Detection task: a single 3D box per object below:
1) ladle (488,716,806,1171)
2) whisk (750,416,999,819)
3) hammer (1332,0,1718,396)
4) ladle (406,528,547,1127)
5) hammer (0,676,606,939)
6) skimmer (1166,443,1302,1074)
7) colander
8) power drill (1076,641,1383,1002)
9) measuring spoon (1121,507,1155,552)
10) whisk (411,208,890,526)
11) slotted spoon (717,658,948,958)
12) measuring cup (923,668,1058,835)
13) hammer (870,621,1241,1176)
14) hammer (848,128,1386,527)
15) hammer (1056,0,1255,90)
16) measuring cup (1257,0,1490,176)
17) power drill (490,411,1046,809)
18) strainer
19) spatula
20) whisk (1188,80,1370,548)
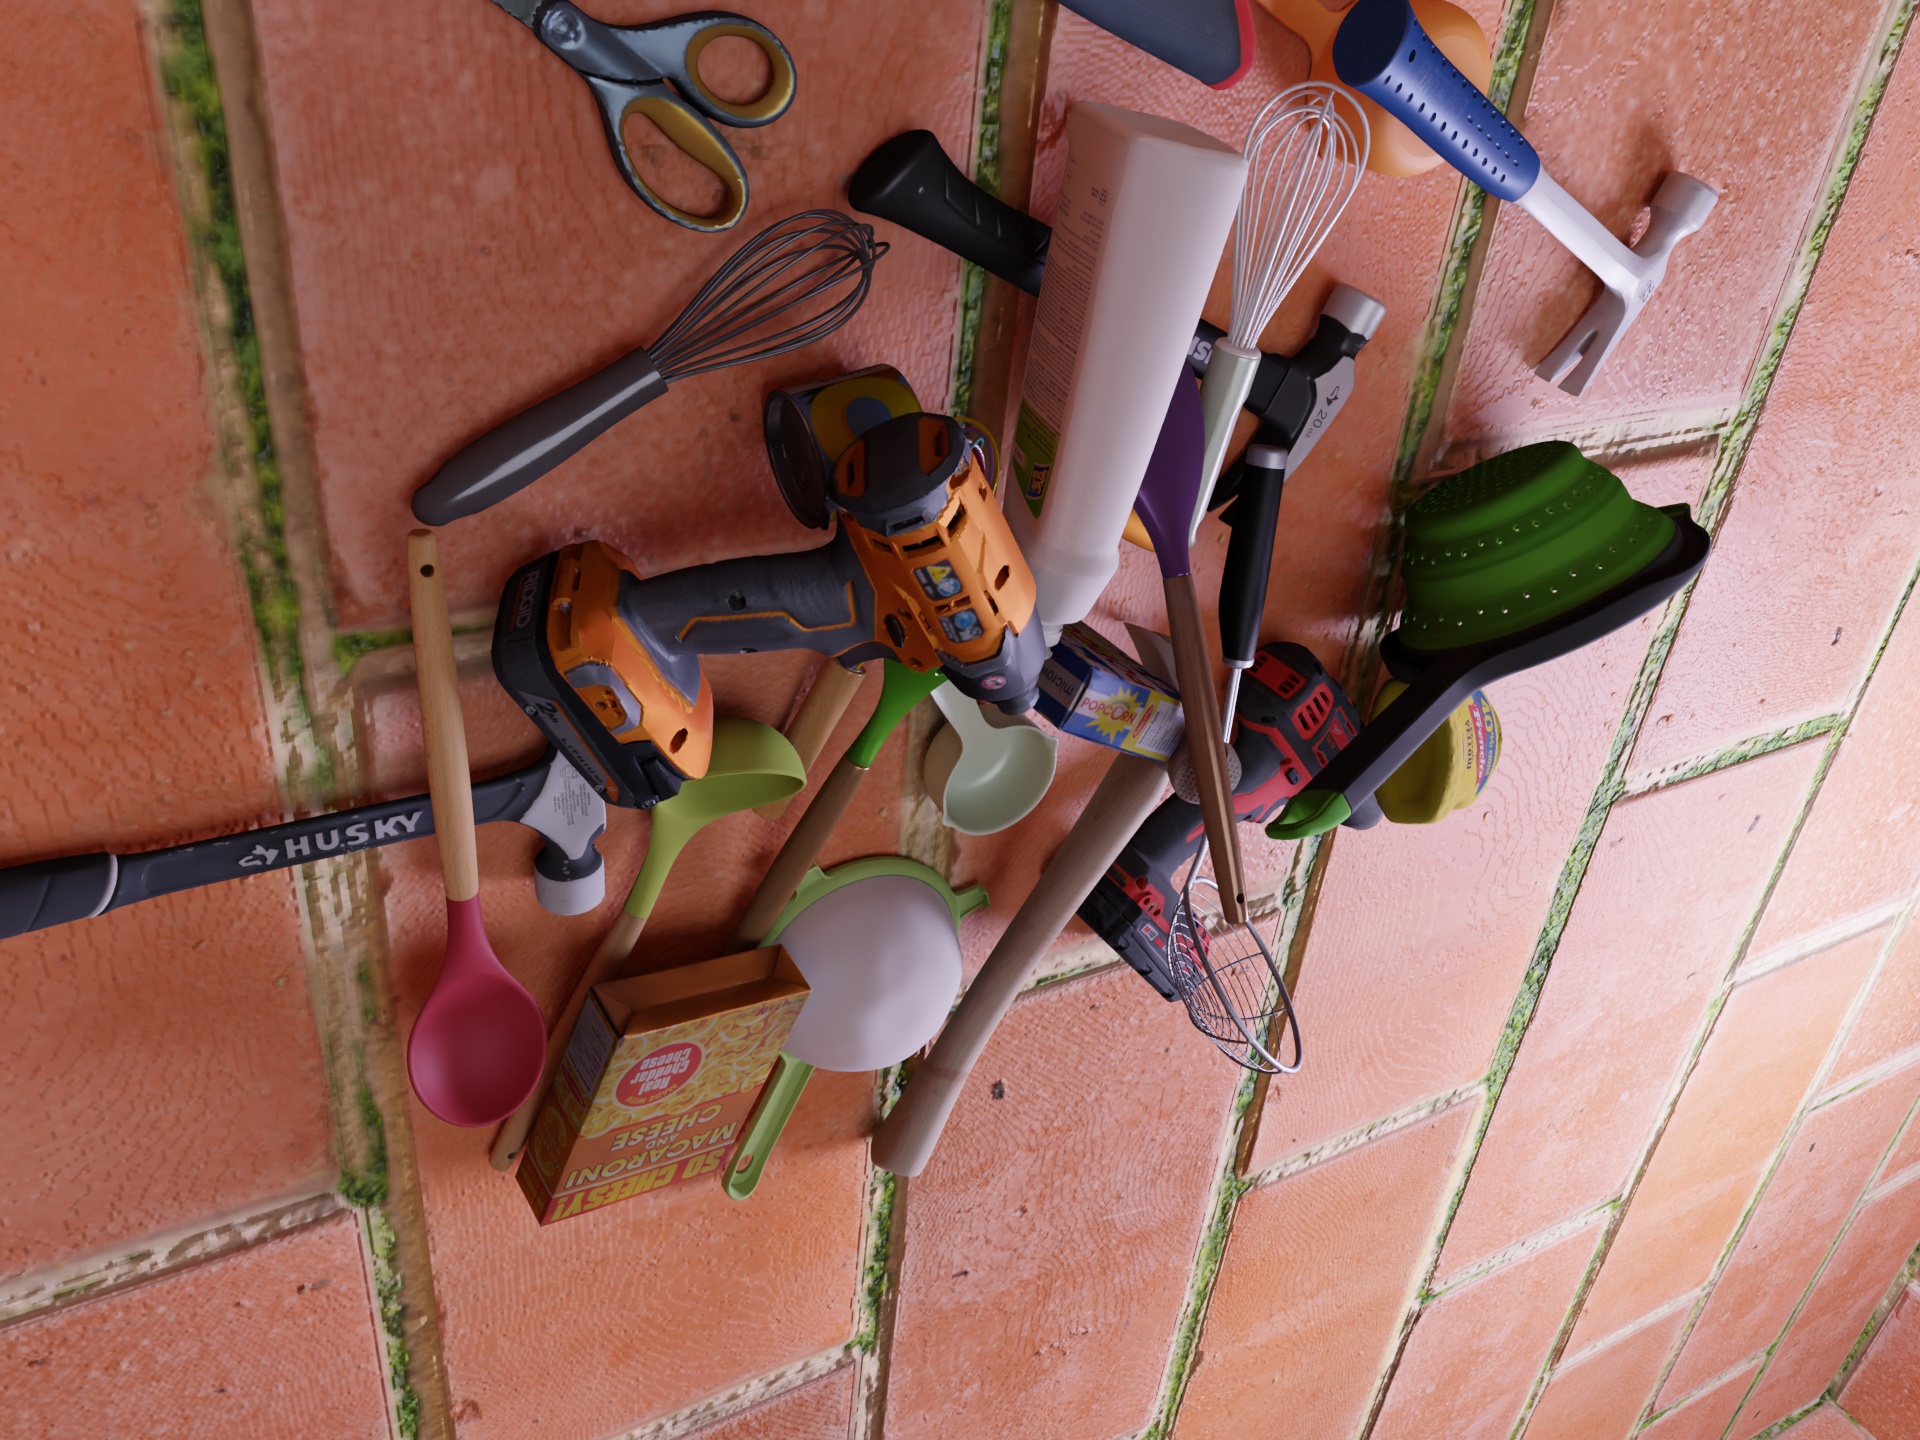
[{"bbox_3d":[-0.180,0.131,0.855,0.078,0.062,0.320,10,117,-48],"label":"ladle"},{"bbox_3d":[-0.050,-0.050,0.831,0.047,0.051,0.245,29,110,-8],"label":"whisk"},{"bbox_3d":[0.302,-0.281,0.853,0.405,0.035,0.144,5,119,-51],"label":"hammer"},{"bbox_3d":[-0.235,0.059,0.737,0.069,0.031,0.315,-14,123,-29],"label":"ladle"},{"bbox_3d":[-0.357,0.064,0.700,0.409,0.036,0.149,-12,125,-27],"label":"hammer"},{"bbox_3d":[0.180,0.028,0.916,0.127,0.090,0.363,-45,143,-68],"label":"skimmer"},{"bbox_3d":[0.289,-0.068,0.942,0.397,0.204,0.094,-37,105,-33],"label":"colander"},{"bbox_3d":[0.184,0.075,1.054,0.226,0.080,0.187,-46,135,-2],"label":"power drill"},{"bbox_3d":[0.088,-0.115,0.894,0.116,0.011,0.021,21,107,-42],"label":"measuring spoon"},{"bbox_3d":[-0.134,-0.151,0.694,0.239,0.055,0.055,-33,134,-6],"label":"whisk"},{"bbox_3d":[-0.065,0.040,0.855,0.070,0.031,0.313,3,130,-45],"label":"slotted spoon"},{"bbox_3d":[-0.001,-0.003,0.894,0.083,0.038,0.167,-36,134,-7],"label":"measuring cup"},{"bbox_3d":[0.039,0.131,0.985,0.038,0.146,0.410,18,121,-21],"label":"hammer"},{"bbox_3d":[0.081,-0.206,0.810,0.334,0.035,0.146,15,110,-40],"label":"hammer"},{"bbox_3d":[-0.024,-0.331,0.647,0.386,0.038,0.143,11,115,-39],"label":"hammer"},{"bbox_3d":[0.198,-0.333,0.786,0.173,0.052,0.095,16,110,-43],"label":"measuring cup"},{"bbox_3d":[-0.075,-0.036,0.726,0.226,0.084,0.164,-17,136,14],"label":"power drill"},{"bbox_3d":[-0.077,0.205,0.967,0.151,0.069,0.256,14,110,-40],"label":"strainer"},{"bbox_3d":[0.116,-0.049,0.810,0.059,0.018,0.316,-14,98,-25],"label":"spatula"},{"bbox_3d":[0.144,-0.196,0.806,0.059,0.058,0.246,14,120,-3],"label":"whisk"}]
